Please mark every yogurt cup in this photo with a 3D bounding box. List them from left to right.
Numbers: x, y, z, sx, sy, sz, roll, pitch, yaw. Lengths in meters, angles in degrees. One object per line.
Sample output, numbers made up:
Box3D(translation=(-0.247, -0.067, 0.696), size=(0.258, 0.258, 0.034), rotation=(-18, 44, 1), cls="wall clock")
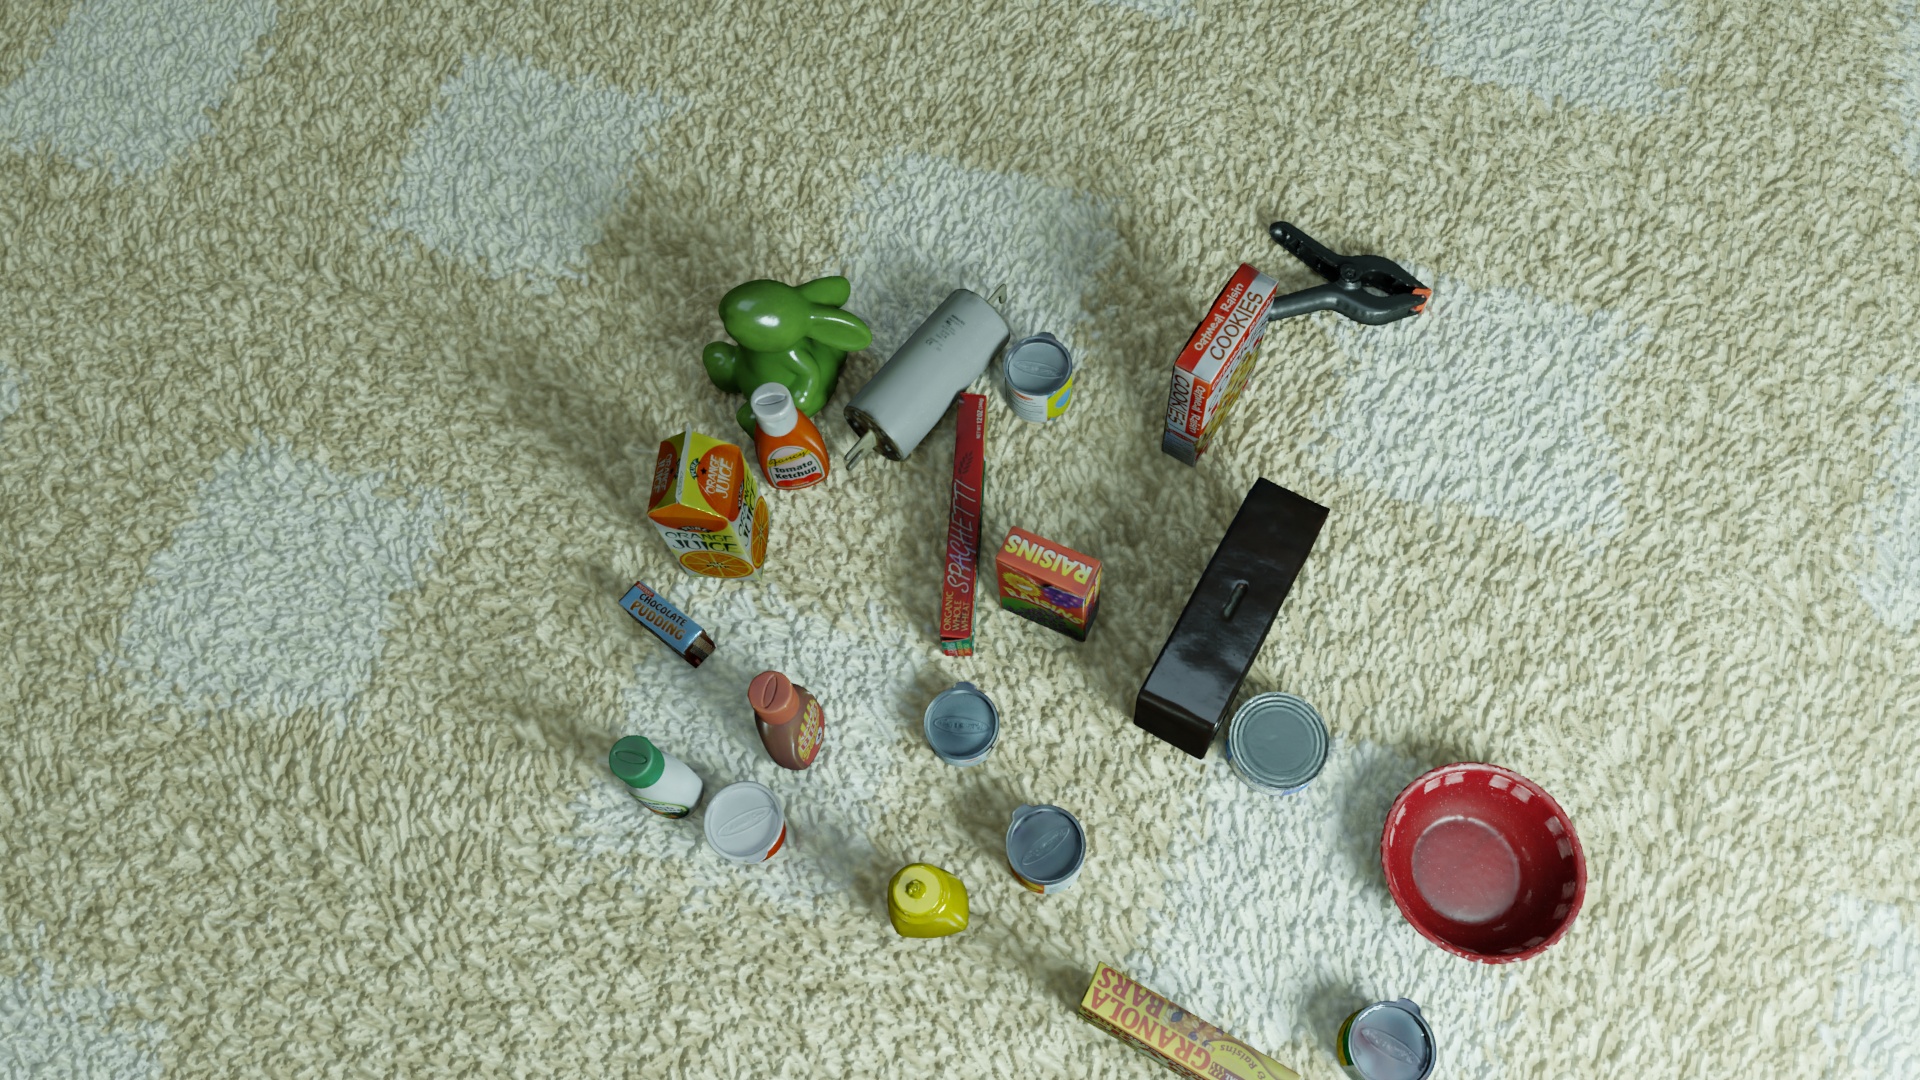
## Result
Box3D(translation=(-0.181, 0.245, 1.191), size=(0.072, 0.053, 0.072), rotation=(-1, 67, 3), cls="yogurt cup")

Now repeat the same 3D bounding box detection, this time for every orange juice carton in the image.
Box3D(translation=(-0.225, -0.031, 1.237), size=(0.073, 0.192, 0.072), rotation=(3, 68, 5), cls="orange juice carton")

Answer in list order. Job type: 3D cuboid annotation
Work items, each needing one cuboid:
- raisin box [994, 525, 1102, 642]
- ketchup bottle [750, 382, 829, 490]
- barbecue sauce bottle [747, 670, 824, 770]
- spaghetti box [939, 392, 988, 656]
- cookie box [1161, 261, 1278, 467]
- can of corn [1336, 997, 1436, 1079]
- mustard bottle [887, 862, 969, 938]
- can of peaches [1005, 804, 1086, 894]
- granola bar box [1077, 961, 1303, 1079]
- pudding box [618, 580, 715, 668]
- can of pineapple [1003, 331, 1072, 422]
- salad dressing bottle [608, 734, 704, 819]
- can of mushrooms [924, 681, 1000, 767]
Box3D(translation=(0.078, 0.040, 1.224), size=(0.086, 0.123, 0.040), rotation=(24, 71, 13), cls="raisin box")
Box3D(translation=(-0.162, -0.096, 1.284), size=(0.065, 0.148, 0.044), rotation=(-12, 67, -1), cls="ketchup bottle")
Box3D(translation=(-0.149, 0.149, 1.179), size=(0.044, 0.148, 0.065), rotation=(11, 69, 8), cls="barbecue sauce bottle")
Box3D(translation=(0.005, -0.016, 1.293), size=(0.029, 0.050, 0.251), rotation=(2, 67, 5), cls="spaghetti box")
Box3D(translation=(0.234, -0.158, 1.274), size=(0.040, 0.166, 0.123), rotation=(30, 72, 15), cls="cookie box")
Box3D(translation=(0.334, 0.396, 1.090), size=(0.071, 0.058, 0.071), rotation=(-1, 67, 3), cls="can of corn")
Box3D(translation=(-0.028, 0.285, 1.106), size=(0.065, 0.159, 0.049), rotation=(-7, 67, 1), cls="mustard bottle")
Box3D(translation=(0.071, 0.258, 1.167), size=(0.071, 0.058, 0.071), rotation=(-1, 67, 3), cls="can of peaches")
Box3D(translation=(0.171, 0.388, 1.068), size=(0.166, 0.123, 0.039), rotation=(26, 72, 14), cls="granola bar box")
Box3D(translation=(-0.268, 0.076, 1.271), size=(0.084, 0.049, 0.030), rotation=(35, 74, 17), cls="pudding box")
Box3D(translation=(0.076, -0.157, 1.344), size=(0.071, 0.057, 0.071), rotation=(-1, 67, 3), cls="can of pineapple")
Box3D(translation=(-0.257, 0.198, 1.165), size=(0.064, 0.147, 0.044), rotation=(13, 69, 9), cls="salad dressing bottle")
Box3D(translation=(0.002, 0.163, 1.225), size=(0.071, 0.033, 0.071), rotation=(-1, 67, 3), cls="can of mushrooms")
